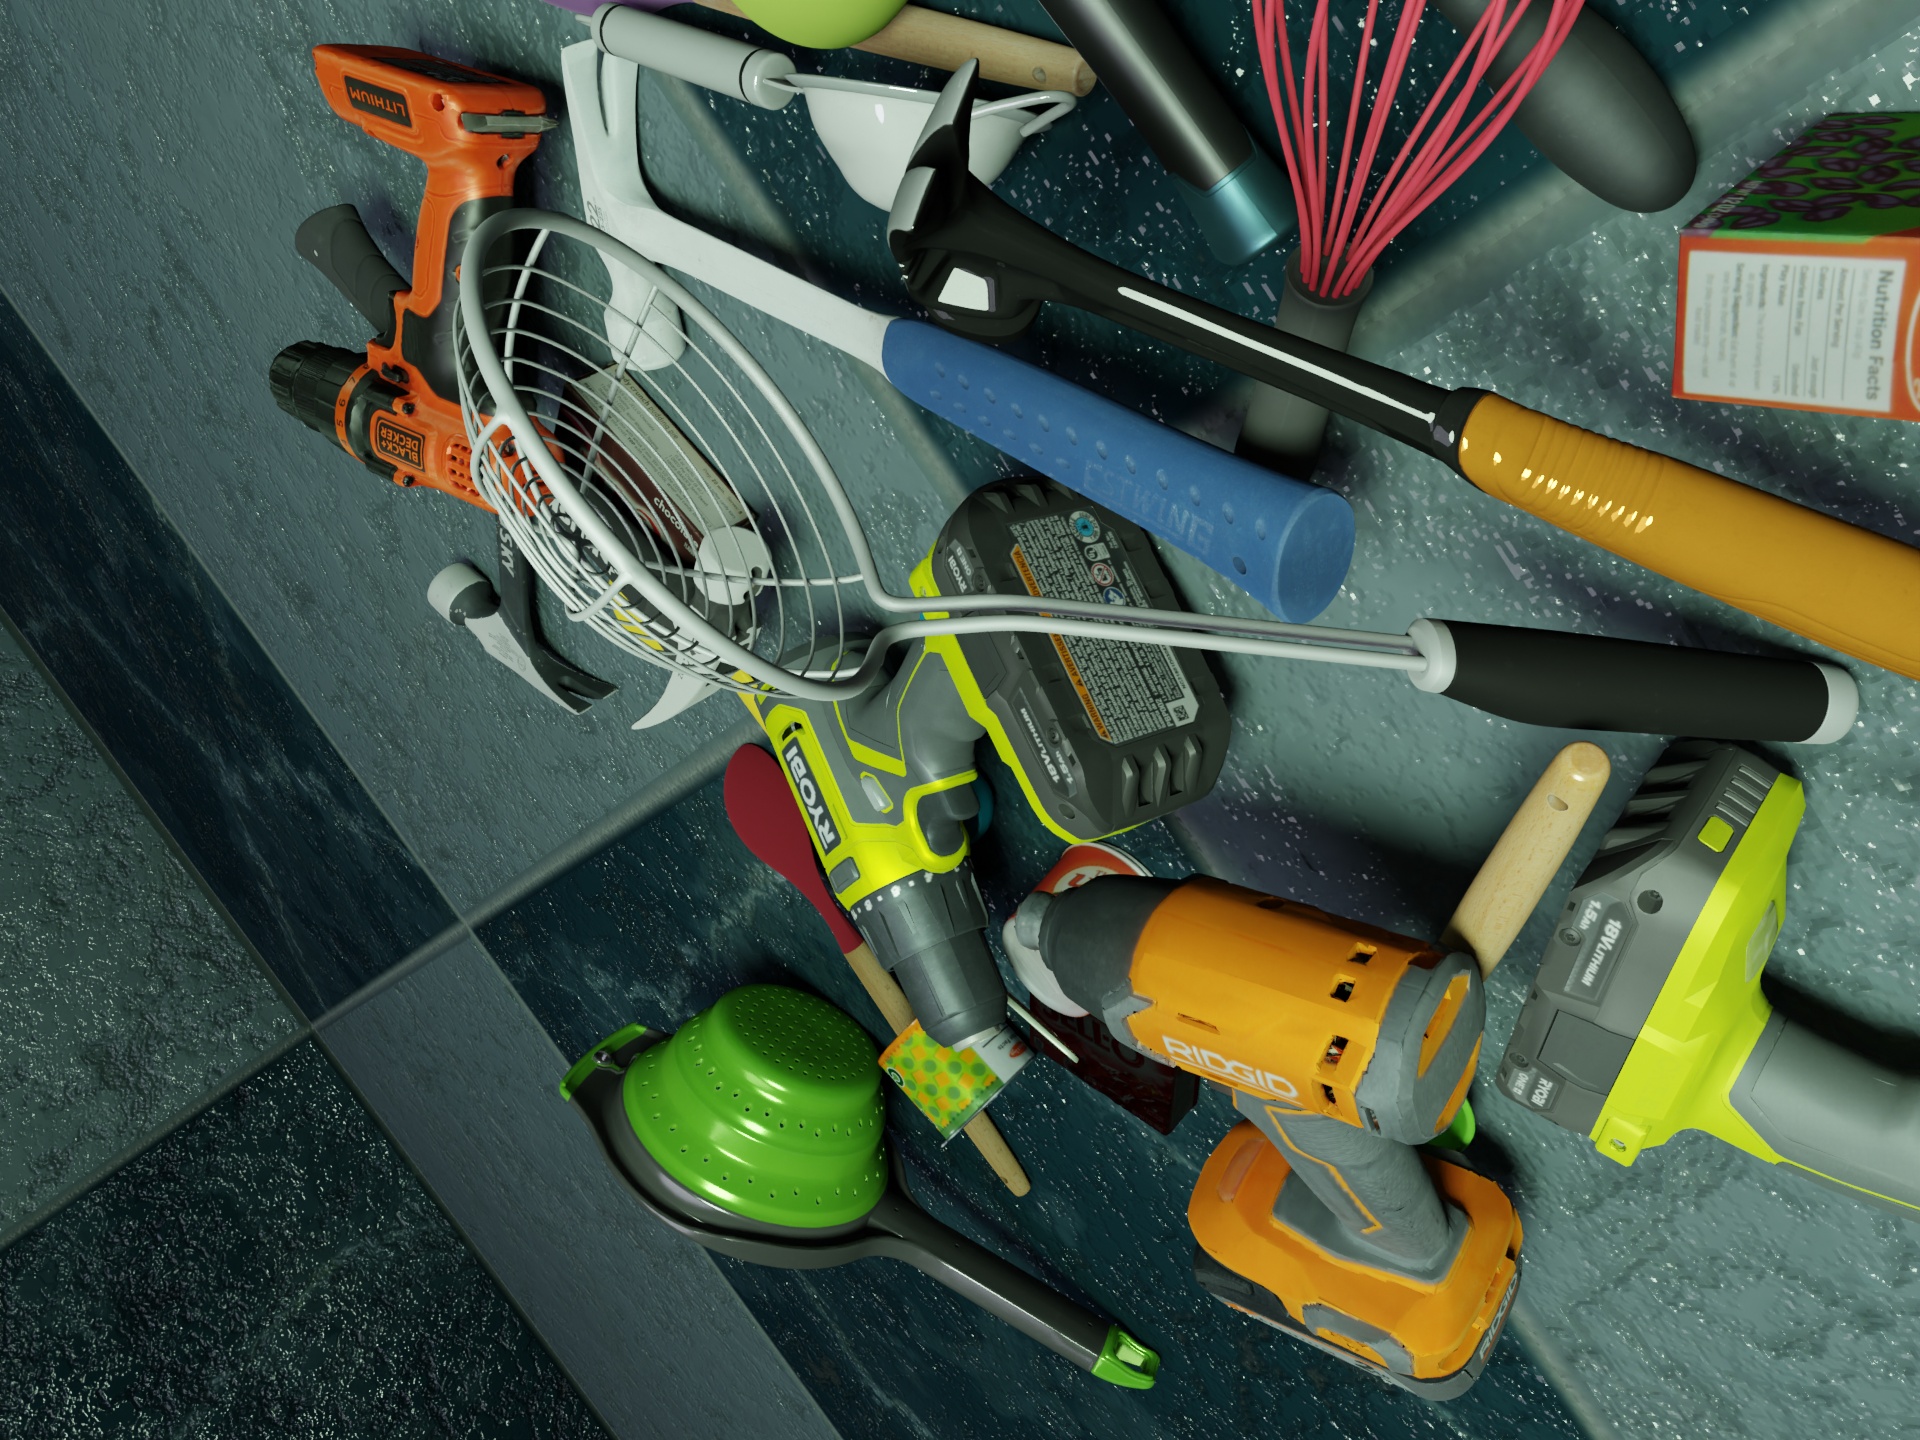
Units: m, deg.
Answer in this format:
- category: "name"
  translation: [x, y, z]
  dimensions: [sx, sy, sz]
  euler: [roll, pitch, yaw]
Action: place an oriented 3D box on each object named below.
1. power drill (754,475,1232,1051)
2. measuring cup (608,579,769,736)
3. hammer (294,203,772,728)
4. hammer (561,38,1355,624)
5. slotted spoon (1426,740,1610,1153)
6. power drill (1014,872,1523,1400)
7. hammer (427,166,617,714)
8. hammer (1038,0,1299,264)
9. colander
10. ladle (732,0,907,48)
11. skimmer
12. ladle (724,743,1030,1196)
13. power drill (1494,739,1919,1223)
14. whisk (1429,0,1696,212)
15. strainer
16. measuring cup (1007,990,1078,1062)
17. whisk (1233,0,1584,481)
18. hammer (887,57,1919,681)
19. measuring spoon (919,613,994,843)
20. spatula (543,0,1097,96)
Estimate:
- category: "power drill"
  translation: [0.005, 0.024, 0.649]
  dimensions: [0.228, 0.080, 0.191]
  euler: [-41, 69, 54]
- category: "measuring cup"
  translation: [-0.136, -0.025, 0.860]
  dimensions: [0.156, 0.029, 0.062]
  euler: [51, 147, 5]
- category: "hammer"
  translation: [-0.222, -0.138, 0.788]
  dimensions: [0.335, 0.035, 0.146]
  euler: [46, 142, 14]
- category: "hammer"
  translation: [-0.030, -0.140, 0.568]
  dimensions: [0.406, 0.035, 0.144]
  euler: [35, 143, 39]
- category: "slotted spoon"
  translation: [0.167, 0.088, 0.536]
  dimensions: [0.070, 0.031, 0.313]
  euler: [35, 158, 21]
- category: "power drill"
  translation: [0.113, 0.142, 0.577]
  dimensions: [0.164, 0.084, 0.226]
  euler: [14, 143, 38]
- category: "hammer"
  translation: [-0.247, -0.159, 0.868]
  dimensions: [0.149, 0.036, 0.408]
  euler: [39, 145, 18]
- category: "hammer"
  translation: [-0.011, -0.267, 0.439]
  dimensions: [0.033, 0.128, 0.331]
  euler: [-37, 100, 13]
- category: "colander"
  translation: [-0.043, 0.266, 0.962]
  dimensions: [0.397, 0.204, 0.094]
  euler: [28, 108, 8]
- category: "ladle"
  translation: [-0.123, -0.339, 0.532]
  dimensions: [0.320, 0.078, 0.062]
  euler: [48, 154, 19]
- category: "skimmer"
  translation: [0.068, -0.044, 0.381]
  dimensions: [0.127, 0.363, 0.090]
  euler: [-97, 17, -49]
- category: "ladle"
  translation: [-0.047, 0.151, 0.924]
  dimensions: [0.315, 0.031, 0.069]
  euler: [57, 147, -9]
- category: "power drill"
  translation: [0.278, 0.103, 0.436]
  dimensions: [0.223, 0.080, 0.171]
  euler: [28, 141, 27]
- category: "whisk"
  translation: [0.078, -0.230, 0.387]
  dimensions: [0.284, 0.070, 0.070]
  euler: [47, 147, -1]
- category: "strainer"
  translation: [-0.060, -0.217, 0.548]
  dimensions: [0.259, 0.087, 0.050]
  euler: [33, 117, 37]
- category: "measuring cup"
  translation: [0.007, 0.096, 0.765]
  dimensions: [0.168, 0.038, 0.083]
  euler: [41, 173, 26]
- category: "whisk"
  translation: [0.097, -0.126, 0.405]
  dimensions: [0.073, 0.073, 0.295]
  euler: [41, 163, 17]
- category: "hammer"
  translation: [0.143, -0.055, 0.356]
  dimensions: [0.337, 0.034, 0.127]
  euler: [22, -175, 2]
- category: "measuring spoon"
  translation: [-0.001, -0.002, 0.736]
  dimensions: [0.042, 0.021, 0.128]
  euler: [23, 128, 44]
- category: "spatula"
  translation: [-0.077, -0.265, 0.574]
  dimensions: [0.316, 0.018, 0.059]
  euler: [30, 145, 32]
